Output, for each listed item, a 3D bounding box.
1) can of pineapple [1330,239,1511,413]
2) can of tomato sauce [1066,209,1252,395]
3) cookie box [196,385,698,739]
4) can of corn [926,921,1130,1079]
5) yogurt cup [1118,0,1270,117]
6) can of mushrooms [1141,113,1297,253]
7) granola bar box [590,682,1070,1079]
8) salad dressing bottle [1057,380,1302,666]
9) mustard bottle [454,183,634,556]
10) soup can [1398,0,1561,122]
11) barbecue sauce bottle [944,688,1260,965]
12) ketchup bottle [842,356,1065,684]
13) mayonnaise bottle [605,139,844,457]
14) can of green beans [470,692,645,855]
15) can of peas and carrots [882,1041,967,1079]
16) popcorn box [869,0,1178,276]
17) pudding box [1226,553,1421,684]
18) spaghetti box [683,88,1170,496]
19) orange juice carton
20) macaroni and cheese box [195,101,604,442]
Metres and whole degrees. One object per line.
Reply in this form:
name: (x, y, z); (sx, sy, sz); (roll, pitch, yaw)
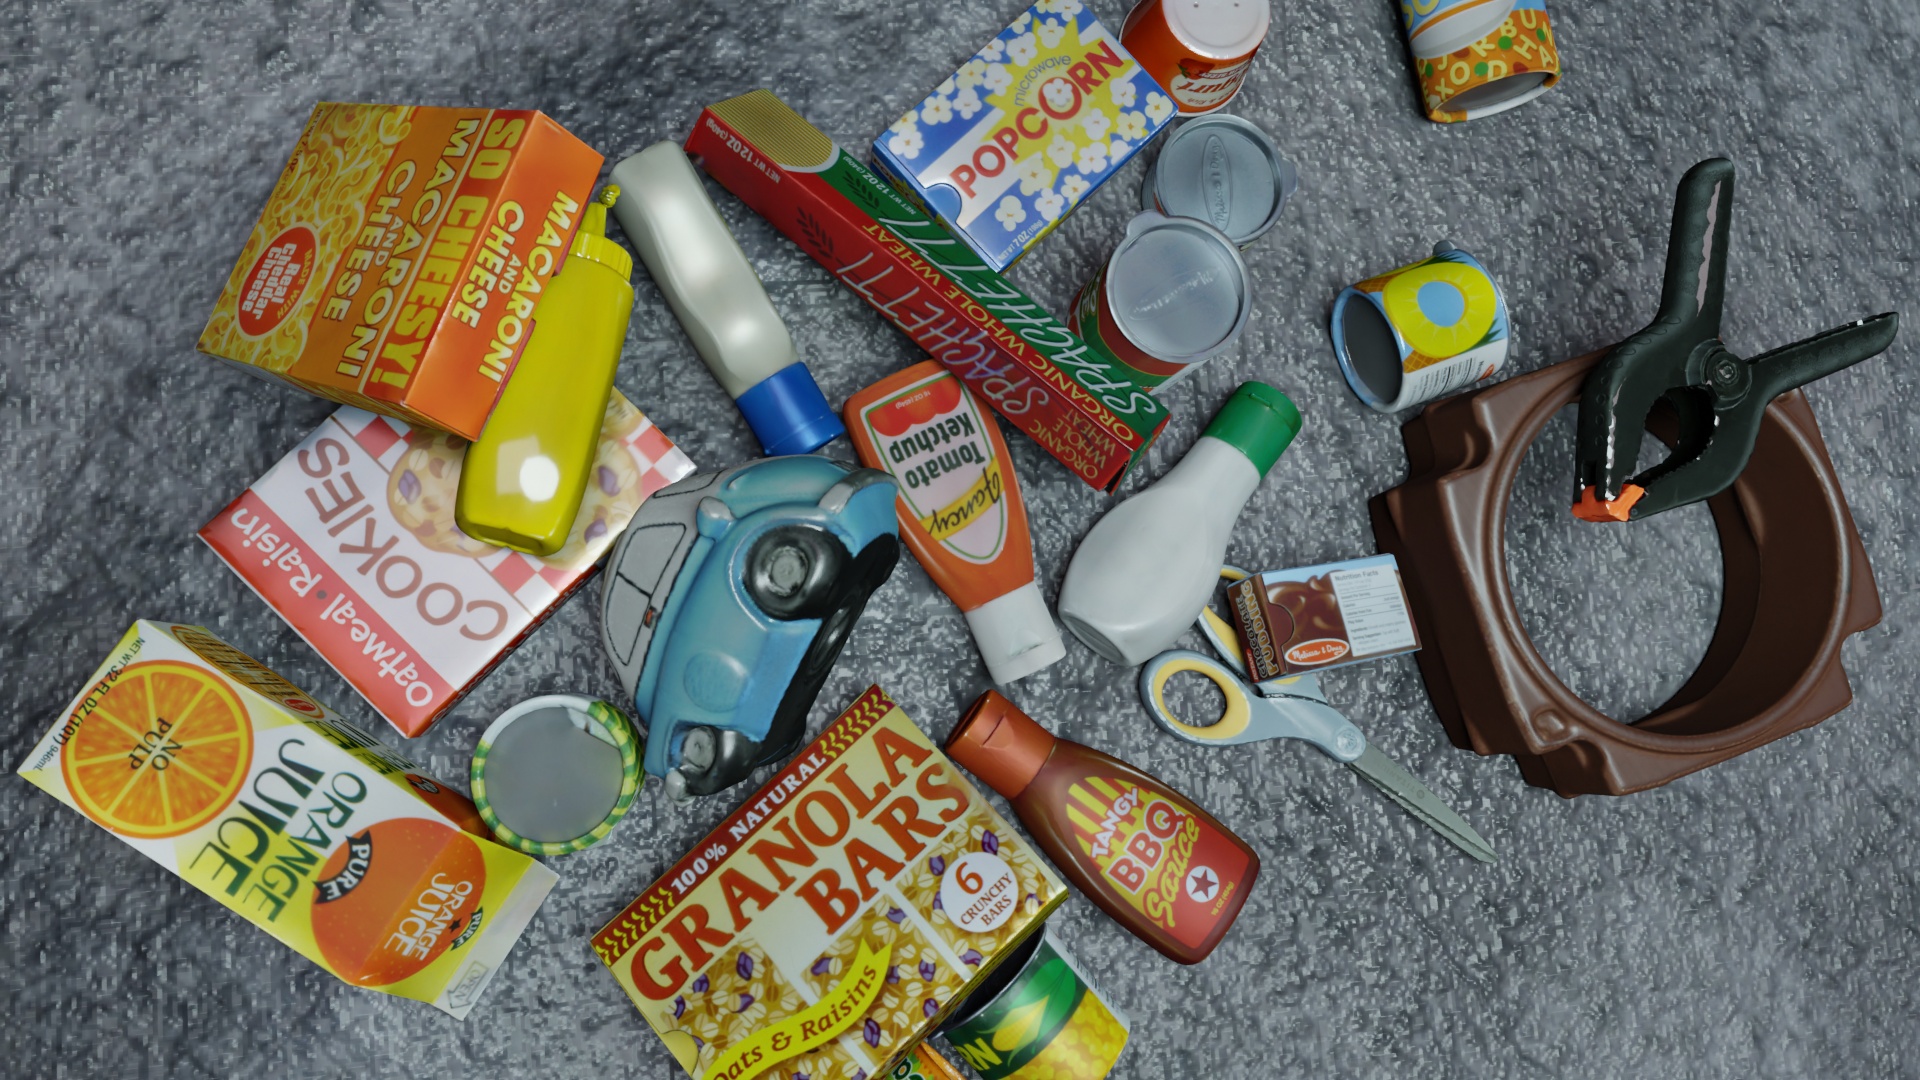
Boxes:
can of pineapple: (0.221, -0.103, 0.674); (0.058, 0.071, 0.071); (-20, 87, -10)
can of tomato sauce: (0.088, -0.107, 0.644); (0.071, 0.083, 0.071); (1, 84, -9)
cookie box: (-0.219, -0.015, 0.608); (0.123, 0.040, 0.168); (45, 78, -2)
can of corn: (0.030, 0.212, 0.608); (0.071, 0.071, 0.058); (-42, 92, -11)
yogurt cup: (0.116, -0.249, 0.679); (0.072, 0.054, 0.072); (1, 83, -9)
can of mushrooms: (0.126, -0.172, 0.683); (0.071, 0.033, 0.071); (1, 83, -9)
granola bar box: (-0.055, 0.162, 0.594); (0.166, 0.039, 0.124); (-42, 70, -11)
salad dressing bottle: (0.106, -0.010, 0.655); (0.064, 0.044, 0.148); (33, 75, 24)
mustard bottle: (-0.166, -0.076, 0.573); (0.049, 0.065, 0.160); (15, 74, -16)
soup can: (0.256, -0.261, 0.695); (0.071, 0.071, 0.084); (-11, 86, -10)
barbecue sauce bottle: (0.061, 0.126, 0.634); (0.148, 0.043, 0.065); (37, 73, -3)
ketchup bottle: (0.002, -0.008, 0.640); (0.065, 0.043, 0.149); (-24, 88, -6)
mayonnaise bottle: (-0.105, -0.103, 0.626); (0.041, 0.064, 0.148); (-32, 94, -13)
can of green beans: (-0.170, 0.098, 0.593); (0.071, 0.057, 0.071); (1, 84, -9)
can of peas and carrots: (-0.018, 0.256, 0.596); (0.071, 0.071, 0.059); (45, 79, -2)
popcorn box: (0.030, -0.194, 0.668); (0.127, 0.038, 0.085); (-44, 93, -11)
pudding box: (0.172, 0.036, 0.655); (0.084, 0.030, 0.050); (-7, 77, -25)
spaghetti box: (-0.014, -0.116, 0.628); (0.250, 0.028, 0.050); (40, 39, 5)
orange juice carton: (-0.265, 0.115, 0.569); (0.193, 0.073, 0.072); (35, 80, -4)
macaroni and cheese box: (-0.231, -0.115, 0.566); (0.166, 0.040, 0.124); (15, 79, 37)
